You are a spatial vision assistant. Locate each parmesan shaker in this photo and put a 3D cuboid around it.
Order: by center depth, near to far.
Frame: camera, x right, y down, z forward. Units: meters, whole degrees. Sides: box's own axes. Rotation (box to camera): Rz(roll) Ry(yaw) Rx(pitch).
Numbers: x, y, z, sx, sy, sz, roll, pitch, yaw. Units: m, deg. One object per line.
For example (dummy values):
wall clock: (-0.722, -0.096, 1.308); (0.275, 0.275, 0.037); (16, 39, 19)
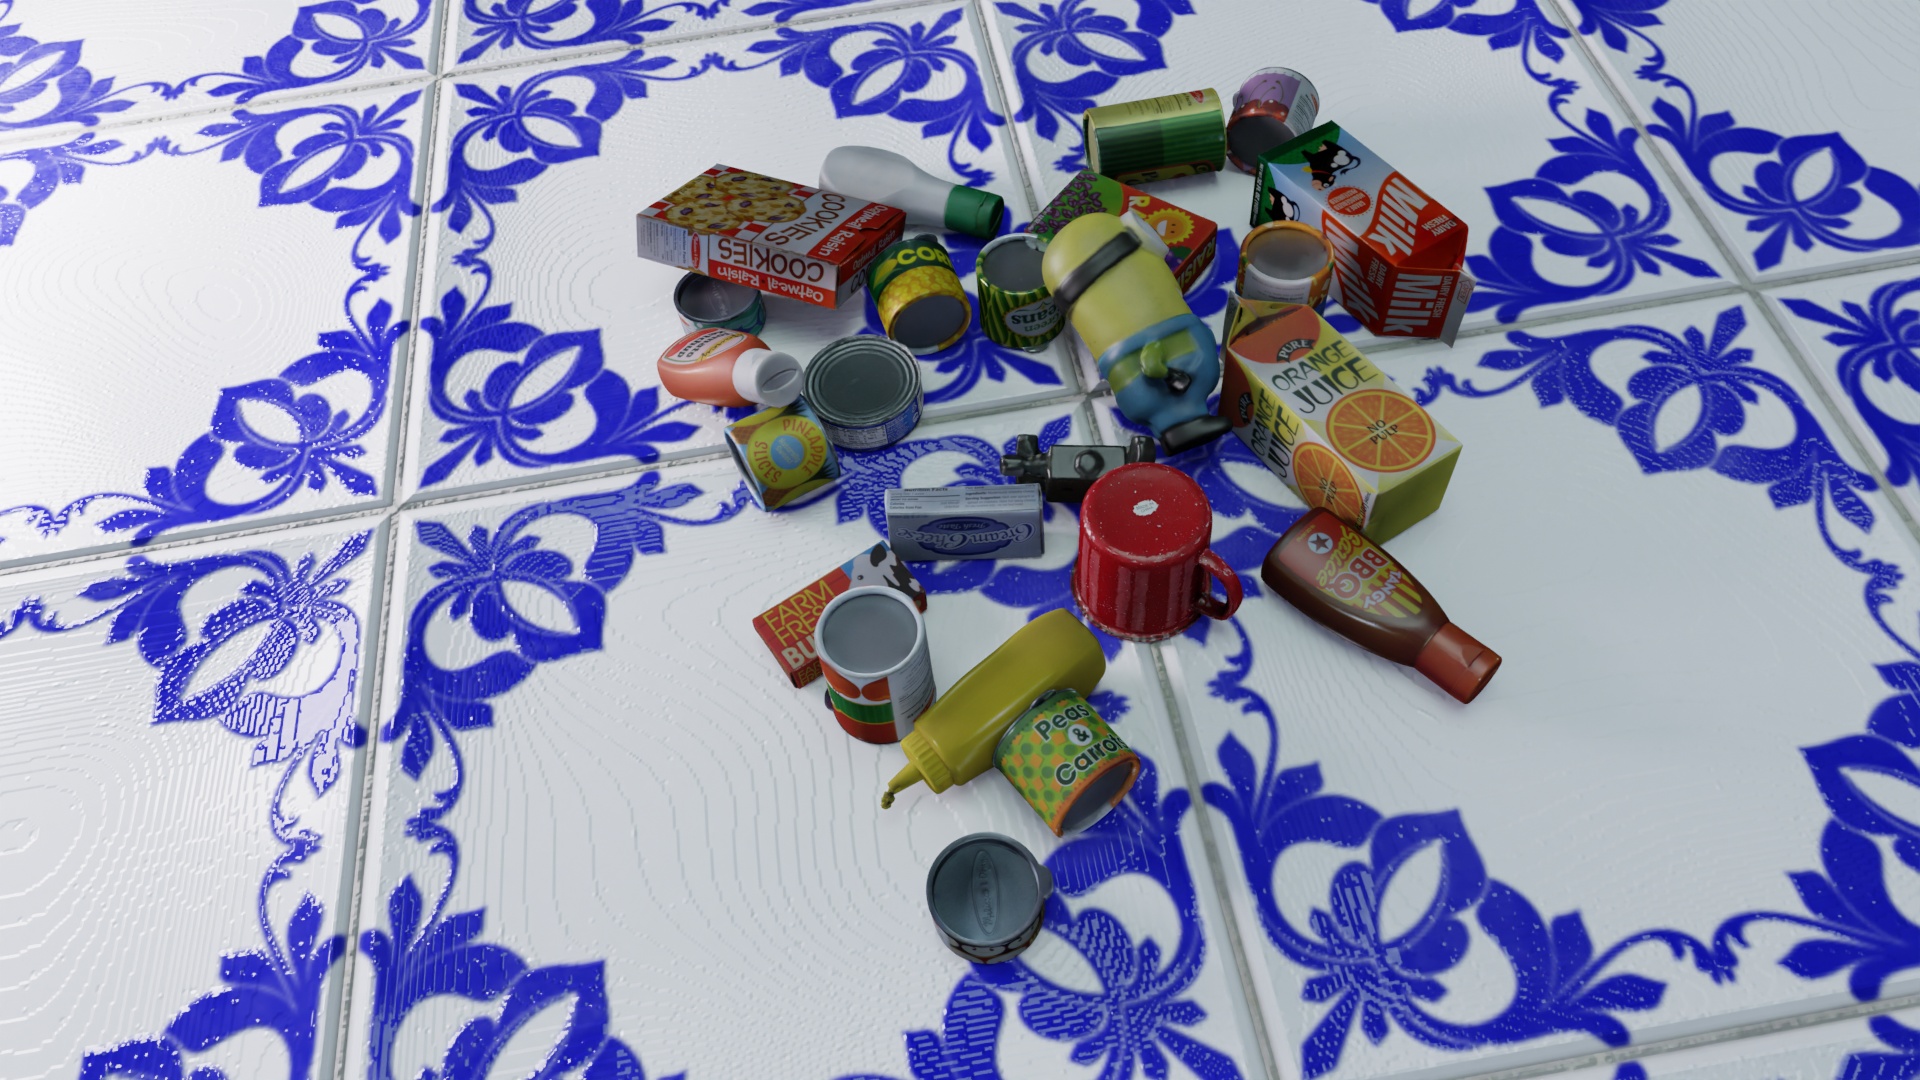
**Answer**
parmesan shaker: (0.154, -0.323, 1.118); (0.103, 0.071, 0.071); (-10, 55, -2)

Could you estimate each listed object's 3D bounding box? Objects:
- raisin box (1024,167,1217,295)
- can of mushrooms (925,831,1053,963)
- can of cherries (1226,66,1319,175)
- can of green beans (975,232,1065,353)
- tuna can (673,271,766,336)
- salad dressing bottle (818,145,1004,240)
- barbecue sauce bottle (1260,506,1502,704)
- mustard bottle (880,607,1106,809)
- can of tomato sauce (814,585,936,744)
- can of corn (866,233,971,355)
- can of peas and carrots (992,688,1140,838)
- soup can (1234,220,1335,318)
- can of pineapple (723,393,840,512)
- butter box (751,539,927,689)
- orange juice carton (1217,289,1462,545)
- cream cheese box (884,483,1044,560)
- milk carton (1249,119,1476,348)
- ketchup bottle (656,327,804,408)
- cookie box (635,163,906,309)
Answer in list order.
raisin box: (0.123, -0.228, 1.069); (0.123, 0.040, 0.086); (29, 62, 23)
can of mushrooms: (0.017, 0.201, 0.780); (0.071, 0.033, 0.071); (-2, 54, 3)
can of cherries: (0.248, -0.336, 1.120); (0.071, 0.071, 0.059); (15, 59, 14)
can of green beans: (0.046, -0.186, 1.033); (0.071, 0.057, 0.071); (-2, 55, 3)
tuna can: (-0.181, -0.180, 1.062); (0.071, 0.032, 0.071); (-2, 55, 3)
salad dressing bottle: (-0.039, -0.276, 1.112); (0.148, 0.043, 0.064); (18, 65, 15)
barbecue sauce bottle: (0.263, 0.043, 0.866); (0.065, 0.043, 0.149); (-39, 62, -20)
mustard bottle: (0.014, 0.106, 0.830); (0.161, 0.065, 0.049); (-35, 58, -14)
can of tomato sauce: (-0.052, 0.075, 0.843); (0.071, 0.082, 0.071); (-2, 55, 3)
can of corn: (-0.029, -0.182, 1.029); (0.071, 0.070, 0.058); (-17, 57, -7)
can of peas and carrots: (0.063, 0.128, 0.805); (0.071, 0.070, 0.059); (-34, 60, -18)
soup can: (0.231, -0.180, 0.999); (0.071, 0.083, 0.072); (-2, 55, 3)
can of pineapple: (-0.122, -0.060, 0.952); (0.058, 0.070, 0.071); (-28, 58, -13)
butter box: (-0.078, 0.047, 0.900); (0.104, 0.024, 0.053); (-32, 58, -17)
orange juice carton: (0.239, -0.089, 0.943); (0.073, 0.071, 0.193); (-29, 58, -16)
cream cheese box: (0.003, -0.012, 0.918); (0.104, 0.053, 0.024); (-2, 54, 3)
milk carton: (0.305, -0.223, 1.031); (0.073, 0.072, 0.191); (-29, 58, -15)
ketchup bottle: (-0.157, -0.118, 0.969); (0.065, 0.043, 0.149); (-34, 27, -22)
cookie box: (-0.143, -0.236, 1.064); (0.167, 0.040, 0.123); (17, 36, 13)
